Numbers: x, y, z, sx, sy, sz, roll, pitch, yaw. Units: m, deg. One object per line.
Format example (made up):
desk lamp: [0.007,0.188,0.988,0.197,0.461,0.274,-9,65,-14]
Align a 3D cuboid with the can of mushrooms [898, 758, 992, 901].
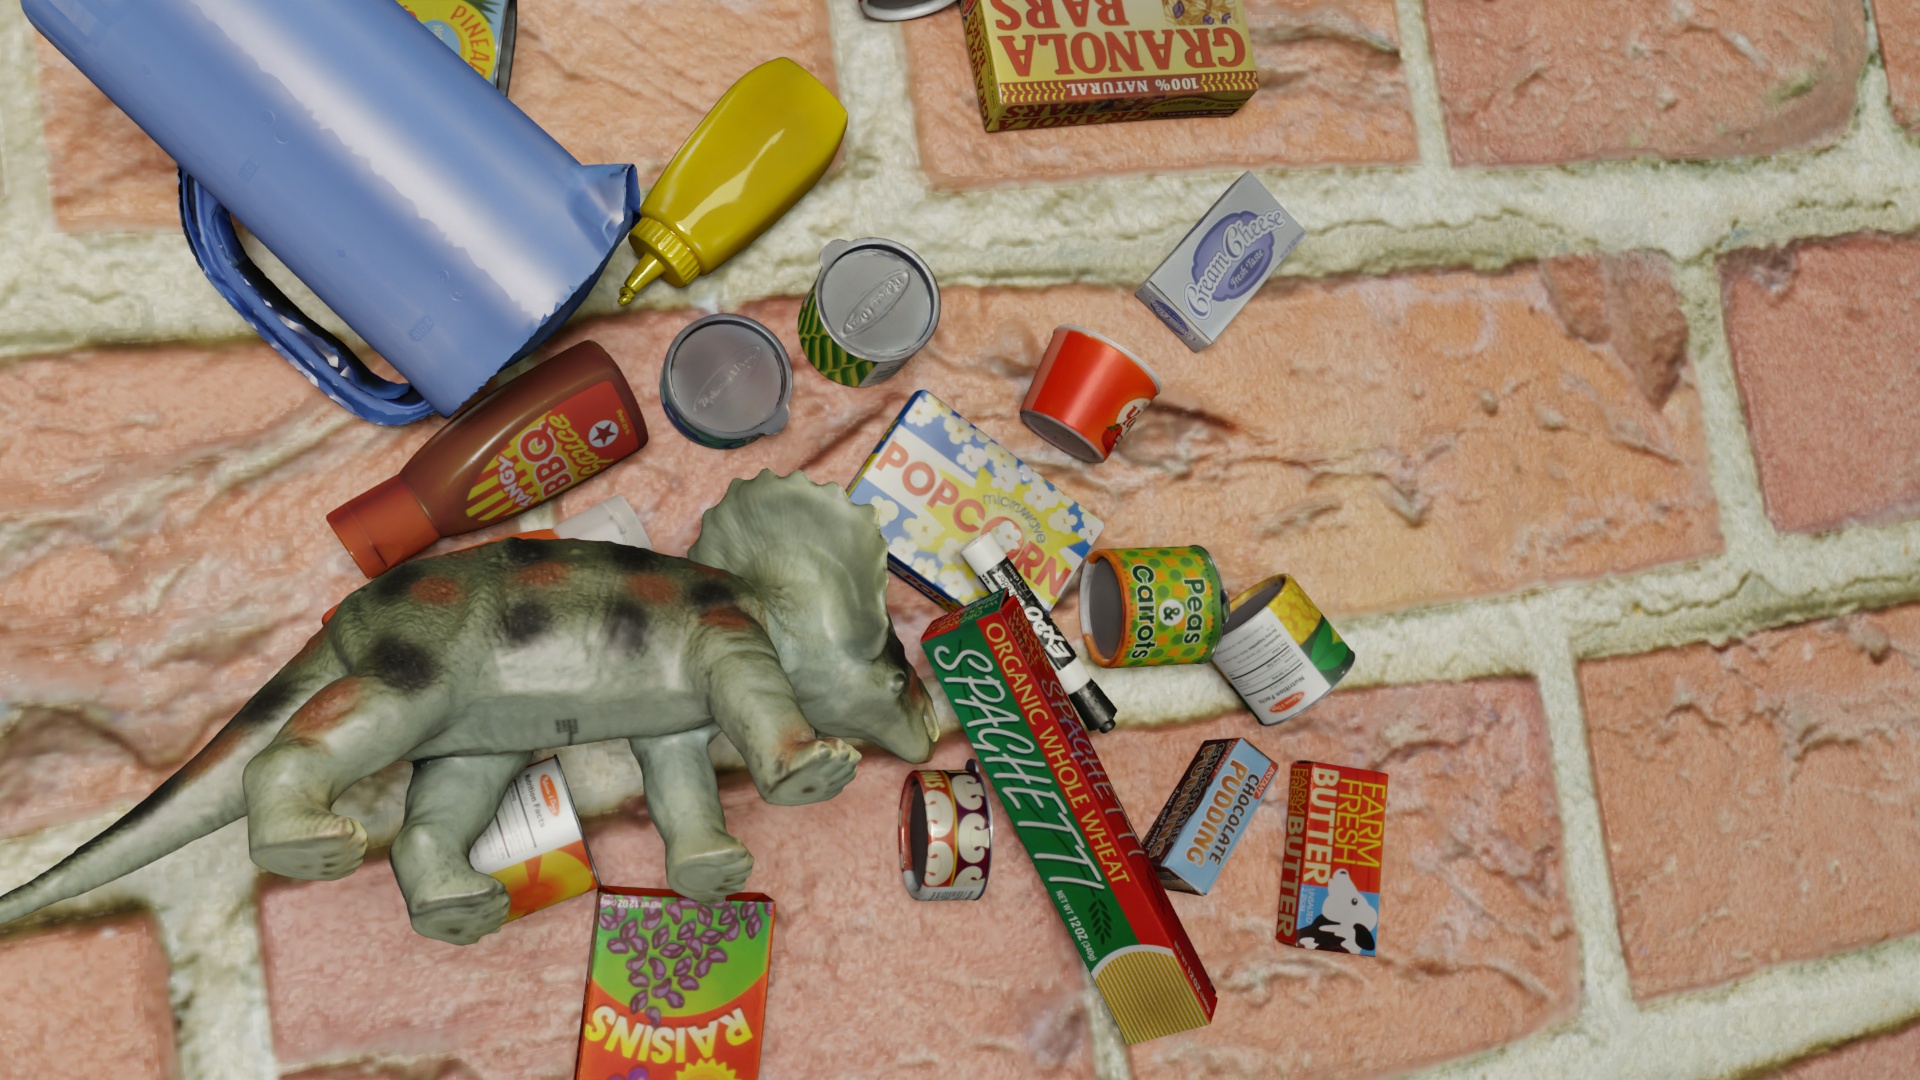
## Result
can of mushrooms: [-0.009,0.147,0.704,0.033,0.071,0.071,2,81,-15]

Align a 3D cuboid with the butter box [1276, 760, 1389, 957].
butter box: [0.212,0.180,0.788,0.053,0.024,0.103,10,79,-16]

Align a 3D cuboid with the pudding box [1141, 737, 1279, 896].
pudding box: [0.133,0.149,0.755,0.030,0.049,0.084,38,73,-7]

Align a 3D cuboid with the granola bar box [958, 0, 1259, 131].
granola bar box: [0.084,-0.310,0.816,0.166,0.039,0.124,-9,84,-18]

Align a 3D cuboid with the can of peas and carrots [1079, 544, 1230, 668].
can of peas and carrots: [0.103,0.036,0.752,0.059,0.071,0.071,-2,82,-17]

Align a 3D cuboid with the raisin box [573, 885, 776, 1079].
raisin box: [-0.138,0.232,0.666,0.086,0.040,0.123,8,80,-17]

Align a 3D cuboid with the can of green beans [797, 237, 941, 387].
can of green beans: [-0.050,-0.120,0.736,0.071,0.057,0.071,2,81,-16]

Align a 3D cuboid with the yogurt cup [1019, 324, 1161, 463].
yogurt cup: [0.069,-0.079,0.764,0.072,0.072,0.054,32,82,-10]

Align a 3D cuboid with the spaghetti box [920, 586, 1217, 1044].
spaghetti box: [0.057,0.145,0.716,0.050,0.029,0.249,-24,99,22]

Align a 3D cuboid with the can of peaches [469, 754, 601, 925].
can of peaches: [-0.205,0.142,0.647,0.058,0.071,0.071,-19,88,-18]

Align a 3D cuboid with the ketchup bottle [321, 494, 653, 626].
ketchup bottle: [-0.222,0.027,0.669,0.149,0.043,0.065,-30,82,-19]

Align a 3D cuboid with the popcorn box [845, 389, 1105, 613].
popcorn box: [0.003,-0.009,0.745,0.126,0.038,0.085,36,74,-9]

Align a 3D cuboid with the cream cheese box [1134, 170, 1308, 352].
cream cheese box: [0.155,-0.165,0.823,0.053,0.024,0.104,44,72,-6]

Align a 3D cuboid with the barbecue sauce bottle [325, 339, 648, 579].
barbecue sauce bottle: [-0.226,-0.036,0.667,0.149,0.064,0.044,-34,54,-20]

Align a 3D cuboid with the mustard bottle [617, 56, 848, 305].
mustard bottle: [-0.128,-0.181,0.727,0.065,0.048,0.161,41,73,-7]

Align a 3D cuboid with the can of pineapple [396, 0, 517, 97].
can of pineapple: [-0.254,-0.248,0.688,0.058,0.071,0.071,7,80,-15]

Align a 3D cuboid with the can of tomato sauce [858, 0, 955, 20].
can of tomato sauce: [-0.037,-0.342,0.770,0.071,0.071,0.083,-15,87,-18]

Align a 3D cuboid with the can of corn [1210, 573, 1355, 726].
can of corn: [0.175,0.059,0.775,0.071,0.071,0.058,-40,94,-18]

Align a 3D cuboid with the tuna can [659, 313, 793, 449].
tuna can: [-0.120,-0.080,0.722,0.071,0.032,0.071,2,81,-16]
